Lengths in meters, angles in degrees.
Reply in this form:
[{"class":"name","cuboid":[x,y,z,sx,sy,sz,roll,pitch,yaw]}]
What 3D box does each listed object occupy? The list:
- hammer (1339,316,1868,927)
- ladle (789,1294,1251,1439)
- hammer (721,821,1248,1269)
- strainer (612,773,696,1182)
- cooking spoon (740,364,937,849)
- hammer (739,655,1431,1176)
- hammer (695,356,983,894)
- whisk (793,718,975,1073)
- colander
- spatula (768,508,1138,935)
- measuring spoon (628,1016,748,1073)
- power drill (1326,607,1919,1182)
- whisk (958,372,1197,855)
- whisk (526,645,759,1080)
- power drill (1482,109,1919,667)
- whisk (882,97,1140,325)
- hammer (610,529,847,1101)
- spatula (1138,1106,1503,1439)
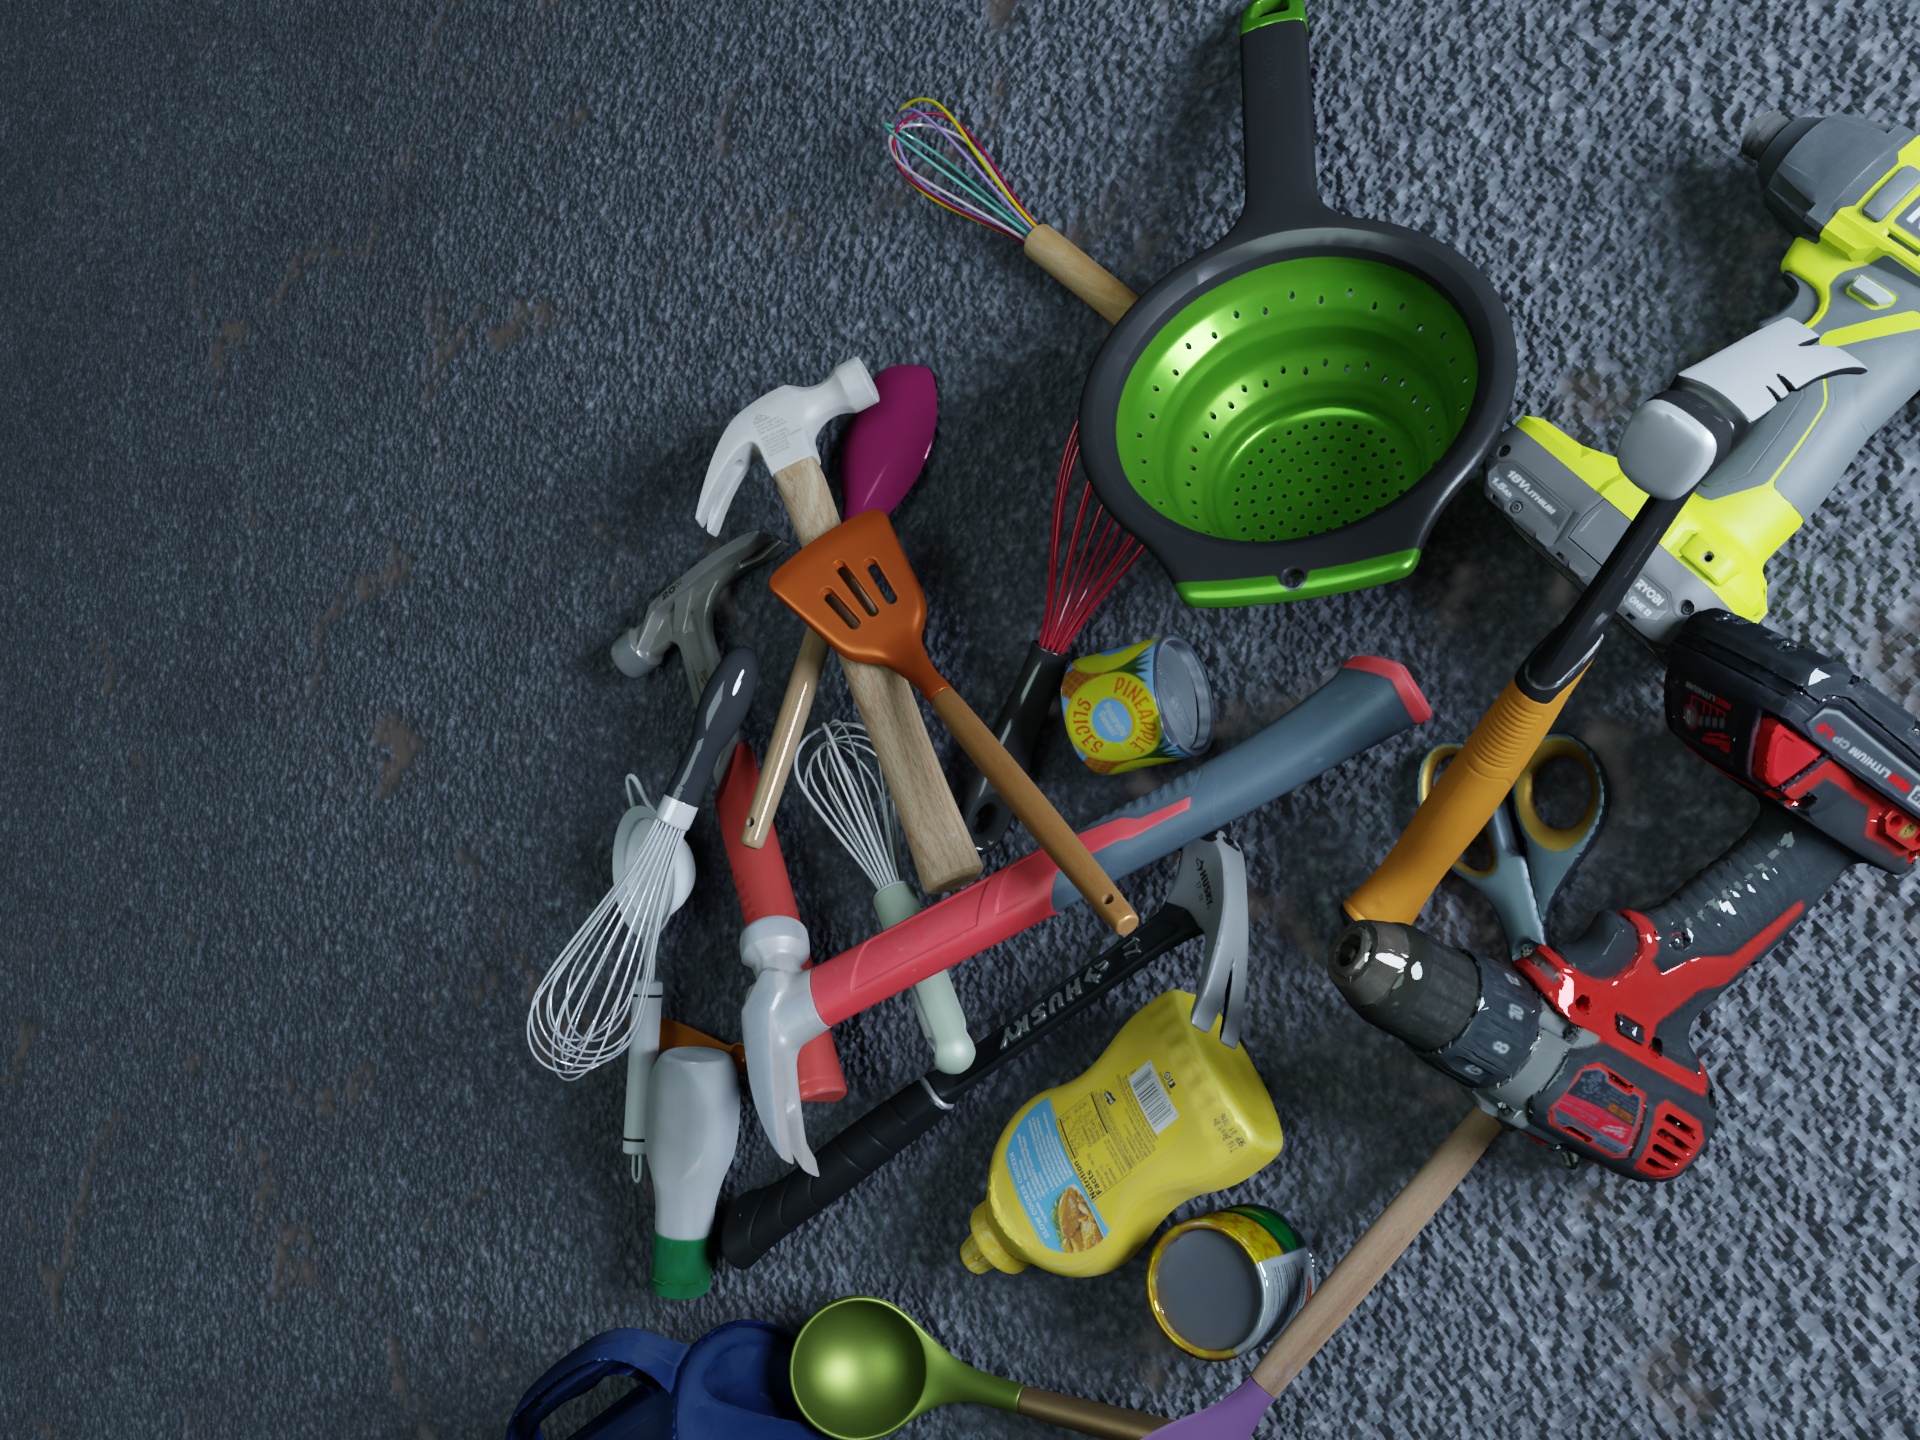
[{"class":"hammer","cuboid":[0.241,-0.013,0.661,0.034,0.127,0.336,45,143,23]},{"class":"ladle","cuboid":[0.050,0.360,0.822,0.320,0.062,0.078,0,83,32]},{"class":"hammer","cuboid":[0.001,0.199,0.868,0.409,0.036,0.149,-42,30,27]},{"class":"strainer","cuboid":[-0.200,0.165,1.025,0.087,0.050,0.258,-7,79,51]},{"class":"cooking spoon","cuboid":[-0.079,-0.075,0.970,0.069,0.017,0.319,9,77,34]},{"class":"hammer","cuboid":[0.055,0.087,0.786,0.386,0.038,0.143,-29,47,16]},{"class":"hammer","cuboid":[-0.063,-0.053,0.931,0.130,0.031,0.332,-25,69,8]},{"class":"whisk","cuboid":[-0.041,0.093,0.903,0.059,0.057,0.247,-15,52,-11]},{"class":"colander","cuboid":[0.173,-0.210,0.817,0.204,0.094,0.397,-7,60,20]},{"class":"spatula","cuboid":[-0.001,-0.003,0.831,0.081,0.041,0.323,-34,47,-5]},{"class":"measuring spoon","cuboid":[-0.173,0.207,1.027,0.117,0.011,0.021,7,90,38]},{"class":"power drill","cuboid":[0.274,0.069,0.646,0.226,0.187,0.080,-57,19,12]},{"class":"whisk","cuboid":[0.058,-0.057,0.880,0.073,0.073,0.295,30,105,34]},{"class":"whisk","cuboid":[-0.186,0.086,0.968,0.070,0.070,0.284,22,88,34]},{"class":"power drill","cuboid":[0.346,-0.146,0.690,0.223,0.080,0.171,-47,61,15]},{"class":"whisk","cuboid":[0.032,-0.300,0.946,0.047,0.051,0.245,-49,62,11]},{"class":"hammer","cuboid":[-0.126,0.060,0.984,0.149,0.036,0.359,-33,61,26]},{"class":"spatula","cuboid":[0.153,0.284,0.730,0.059,0.018,0.316,42,88,-7]}]
